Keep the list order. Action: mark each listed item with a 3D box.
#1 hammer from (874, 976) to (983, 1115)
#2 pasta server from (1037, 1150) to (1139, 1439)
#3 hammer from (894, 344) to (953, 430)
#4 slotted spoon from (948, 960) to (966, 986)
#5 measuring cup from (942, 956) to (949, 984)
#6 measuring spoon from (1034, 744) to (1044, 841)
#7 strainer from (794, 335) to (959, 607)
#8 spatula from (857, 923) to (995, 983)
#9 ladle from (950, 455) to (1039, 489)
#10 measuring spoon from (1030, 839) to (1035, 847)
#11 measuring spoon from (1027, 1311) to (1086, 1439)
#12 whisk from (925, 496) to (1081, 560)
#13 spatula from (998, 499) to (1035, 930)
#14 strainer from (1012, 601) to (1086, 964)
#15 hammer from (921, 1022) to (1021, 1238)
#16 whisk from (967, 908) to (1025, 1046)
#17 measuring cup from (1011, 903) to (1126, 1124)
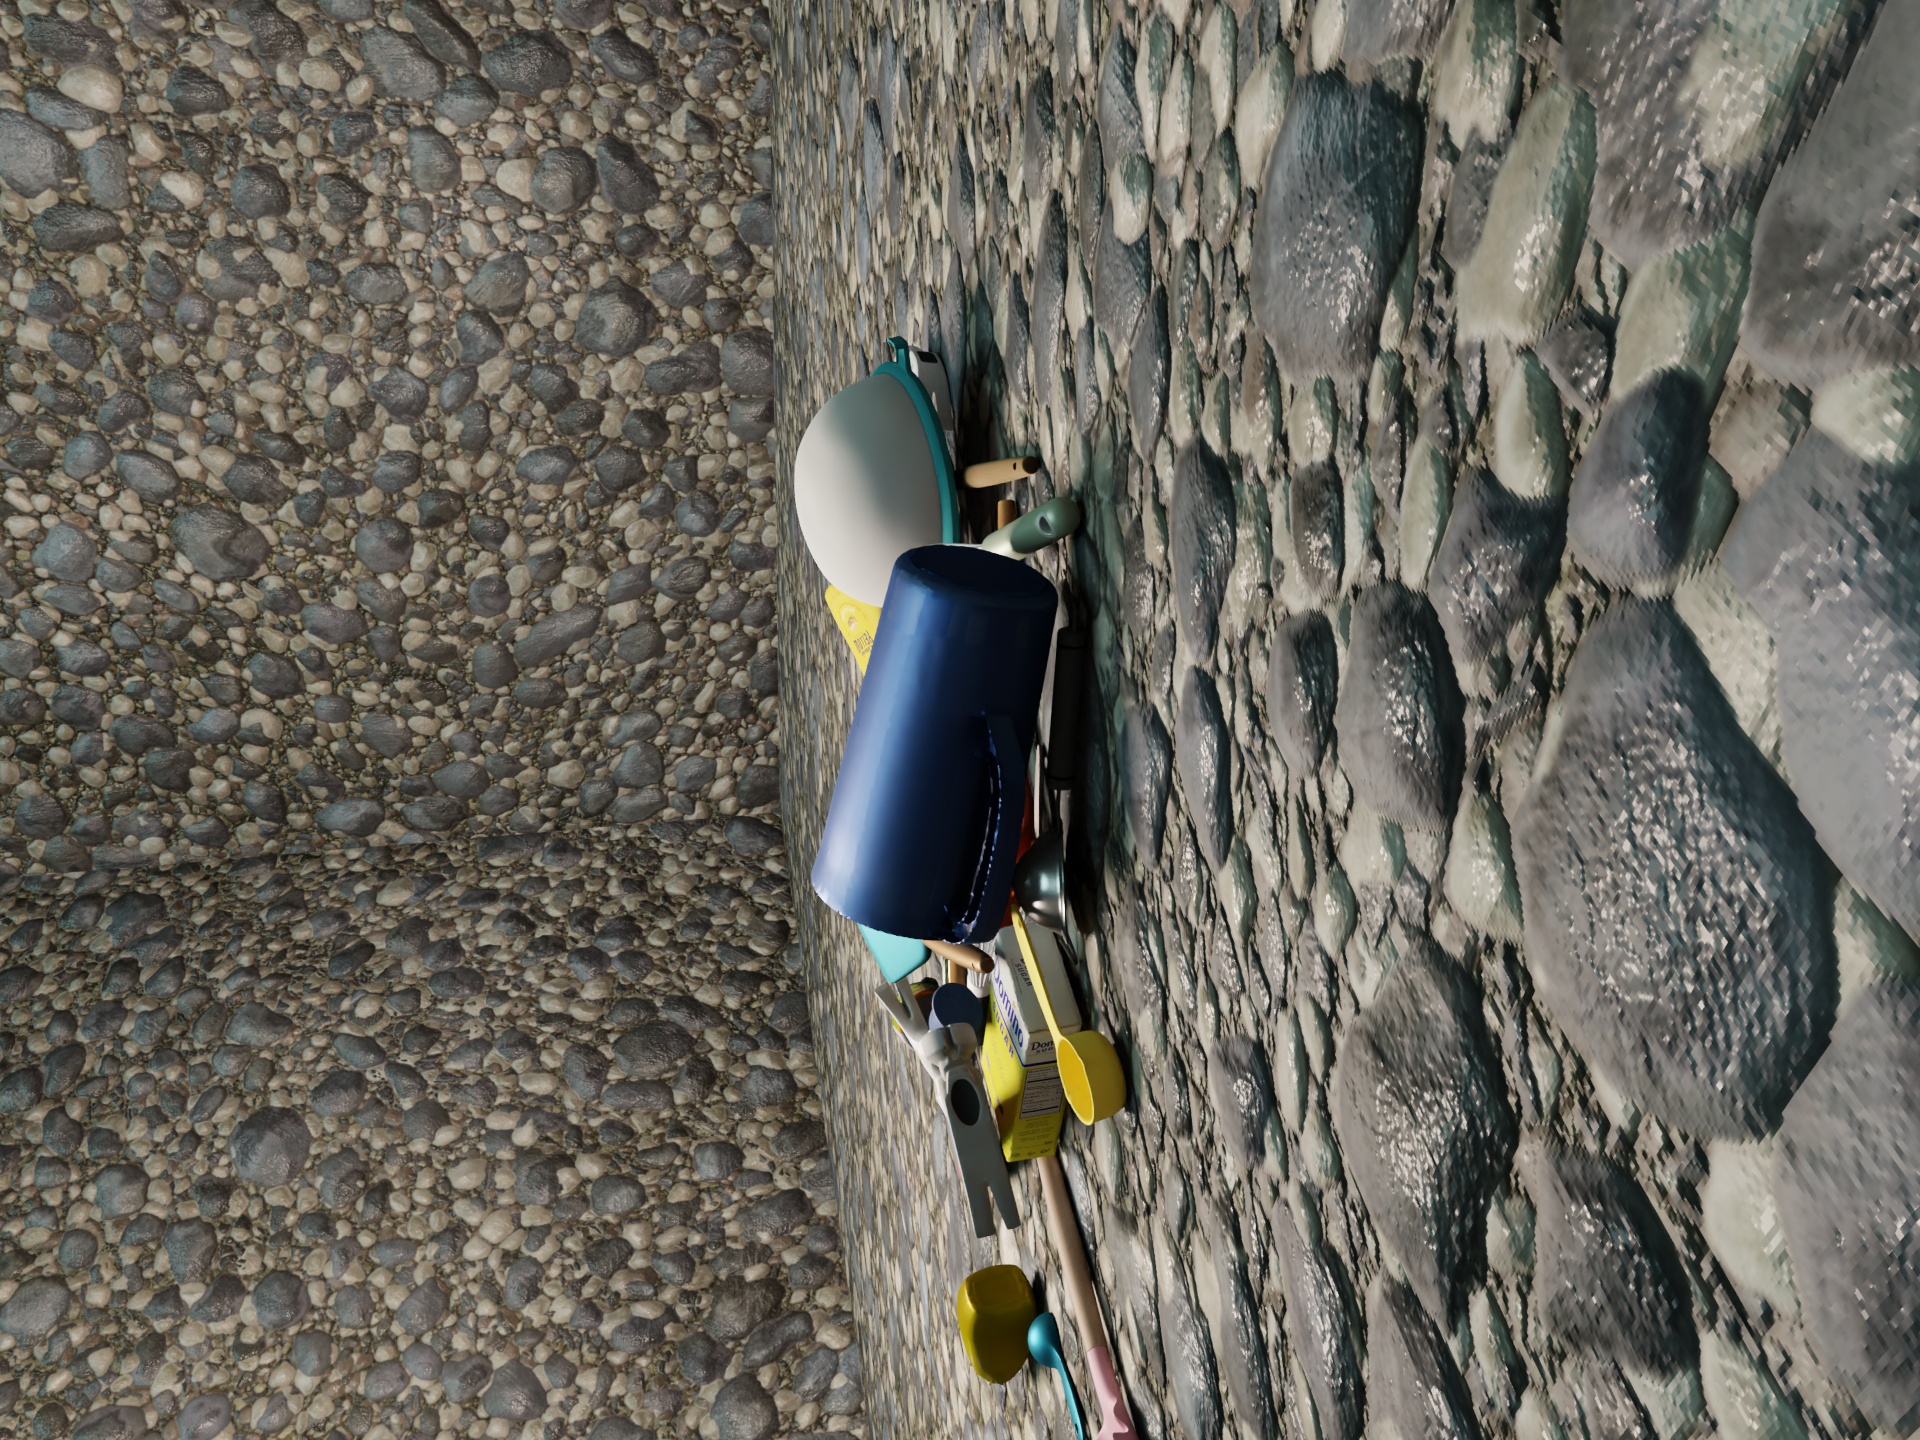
[{"bbox_3d":[-0.020,0.263,1.361,0.144,0.035,0.405,58,168,12],"label":"hammer"},{"bbox_3d":[0.081,0.410,1.096,0.317,0.040,0.060,-106,27,-51],"label":"pasta server"},{"bbox_3d":[-0.049,-0.174,1.477,0.128,0.033,0.331,-125,39,-66],"label":"hammer"},{"bbox_3d":[-0.007,0.195,1.516,0.070,0.031,0.313,-132,38,-69],"label":"slotted spoon"},{"bbox_3d":[0.004,0.148,1.355,0.083,0.038,0.167,-173,85,-84],"label":"measuring cup"},{"bbox_3d":[0.063,0.077,1.135,0.034,0.018,0.124,111,160,-74],"label":"measuring spoon"},{"bbox_3d":[-0.065,-0.119,1.279,0.211,0.095,0.340,135,122,-67],"label":"strainer"},{"bbox_3d":[-0.027,0.178,1.235,0.082,0.044,0.317,64,167,-4],"label":"spatula"},{"bbox_3d":[0.011,-0.188,1.249,0.320,0.062,0.078,-165,78,-72],"label":"ladle"},{"bbox_3d":[0.064,0.144,1.160,0.021,0.011,0.117,-174,76,-76],"label":"measuring spoon"},{"bbox_3d":[0.072,0.507,1.221,0.129,0.021,0.042,-117,24,-67],"label":"measuring spoon"},{"bbox_3d":[0.024,-0.116,1.101,0.058,0.059,0.246,60,158,-5],"label":"whisk"},{"bbox_3d":[0.032,-0.001,1.171,0.081,0.041,0.322,4,-96,-64],"label":"spatula"},{"bbox_3d":[0.063,0.045,1.046,0.087,0.050,0.258,-87,0,-69],"label":"strainer"},{"bbox_3d":[0.015,0.349,1.257,0.386,0.038,0.143,84,170,-67],"label":"hammer"},{"bbox_3d":[0.017,0.200,1.321,0.284,0.070,0.070,92,168,-53],"label":"whisk"},{"bbox_3d":[0.069,0.184,1.031,0.062,0.029,0.157,100,154,-56],"label":"measuring cup"}]
